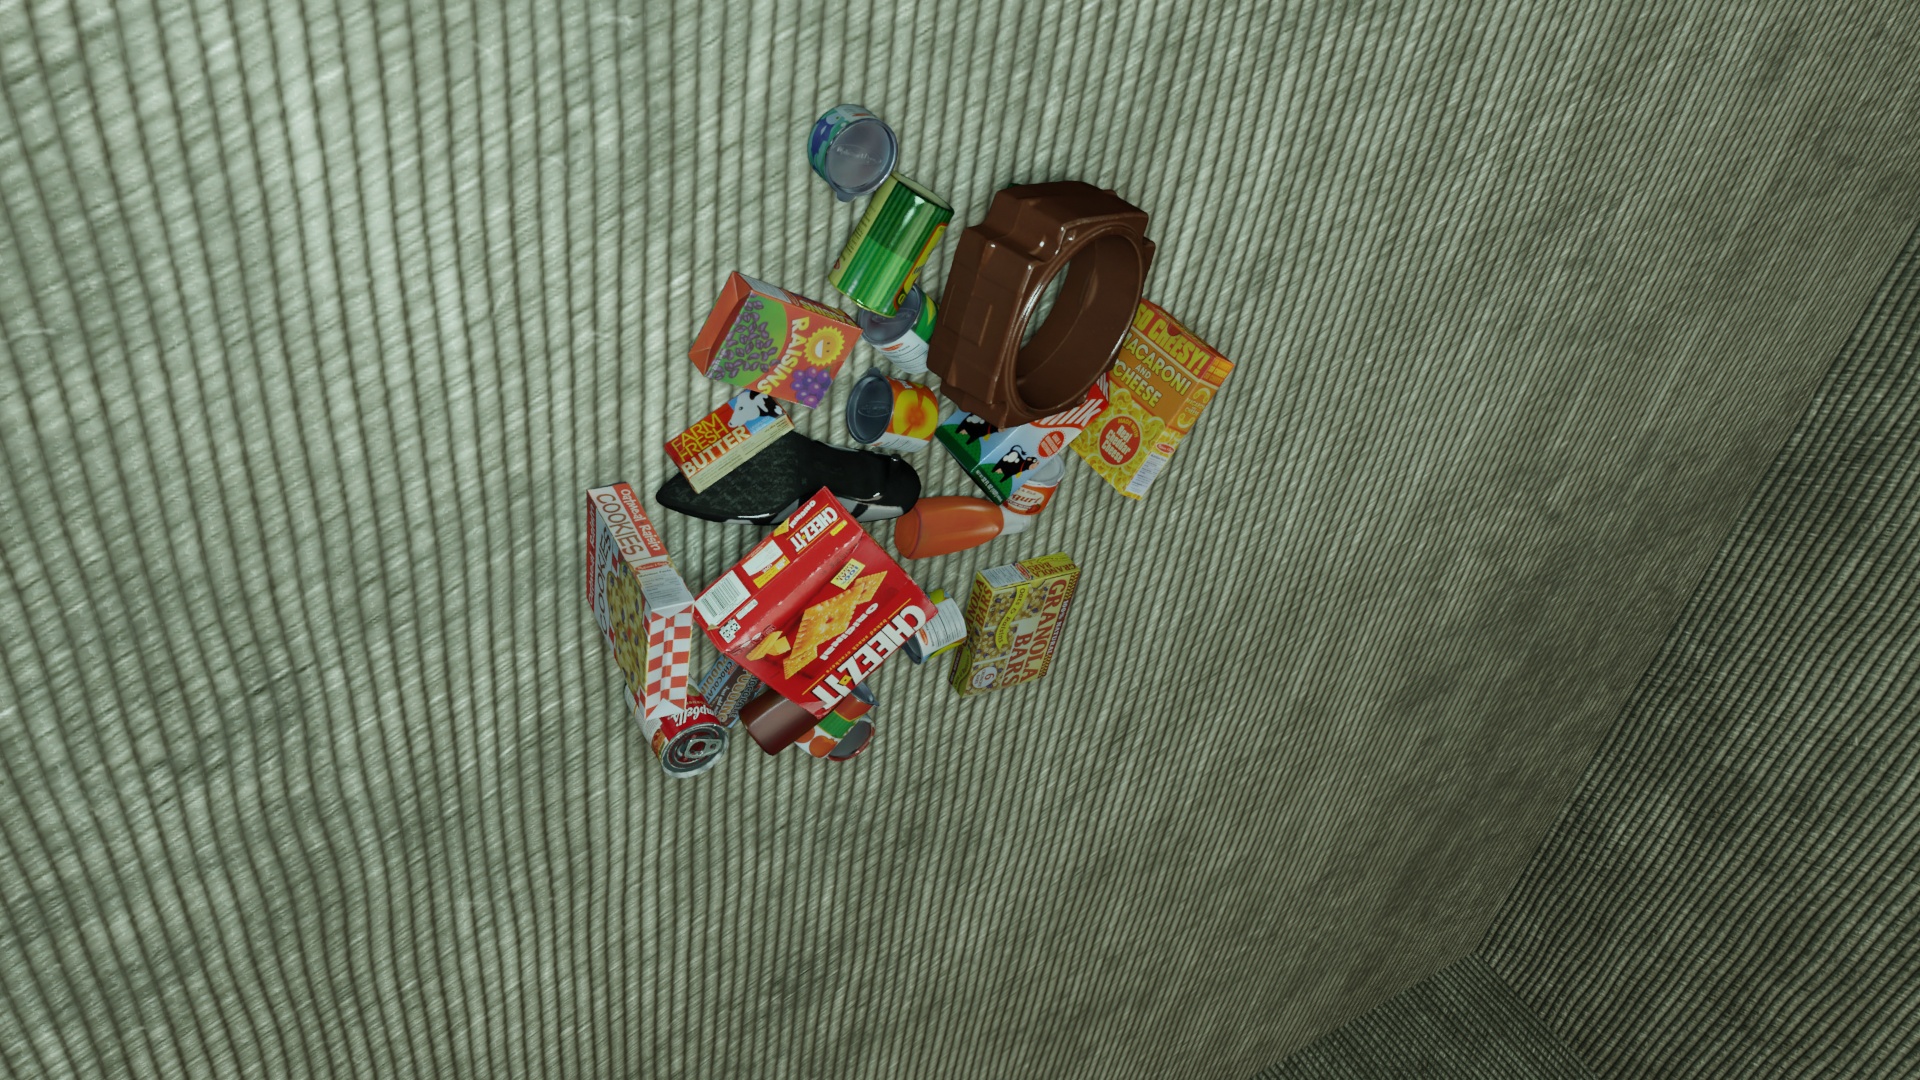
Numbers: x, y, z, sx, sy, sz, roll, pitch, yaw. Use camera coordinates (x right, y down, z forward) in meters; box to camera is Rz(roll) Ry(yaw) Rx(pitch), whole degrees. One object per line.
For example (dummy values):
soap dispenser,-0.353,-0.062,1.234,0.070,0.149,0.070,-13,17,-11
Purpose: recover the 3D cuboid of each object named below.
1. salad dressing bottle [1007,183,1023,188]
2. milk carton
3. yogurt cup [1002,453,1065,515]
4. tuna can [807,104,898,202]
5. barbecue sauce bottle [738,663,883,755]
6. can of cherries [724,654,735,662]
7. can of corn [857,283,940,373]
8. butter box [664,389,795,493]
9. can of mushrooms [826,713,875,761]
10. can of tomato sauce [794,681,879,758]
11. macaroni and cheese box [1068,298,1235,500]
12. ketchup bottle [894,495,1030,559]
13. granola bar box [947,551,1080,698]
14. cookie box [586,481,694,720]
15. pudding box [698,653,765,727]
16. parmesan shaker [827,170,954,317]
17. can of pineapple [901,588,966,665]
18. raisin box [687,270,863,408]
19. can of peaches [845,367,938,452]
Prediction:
salad dressing bottle,0.035,-0.248,1.255,0.064,0.044,0.147,-5,127,-44
milk carton,0.075,-0.133,1.370,0.190,0.074,0.072,-42,142,-1
yogurt cup,0.069,-0.063,1.439,0.072,0.072,0.053,-16,142,-29
tuna can,-0.087,-0.308,1.105,0.071,0.033,0.070,-22,137,-22
barbecue sauce bottle,-0.148,0.154,1.407,0.149,0.044,0.064,-35,135,-4
can of cherries,-0.208,0.073,1.337,0.072,0.058,0.071,-22,138,-22
can of corn,-0.046,-0.191,1.224,0.071,0.071,0.058,-47,142,6
butter box,-0.200,-0.090,1.198,0.103,0.053,0.024,-35,143,-7
can of mushrooms,-0.131,0.214,1.552,0.071,0.033,0.070,-23,137,-23
can of tomato sauce,-0.141,0.182,1.487,0.083,0.071,0.071,-47,141,8
macaroni and cheese box,0.182,-0.144,1.408,0.040,0.124,0.166,14,115,-47
ketchup bottle,0.005,-0.018,1.442,0.149,0.044,0.064,-8,131,-35
granola bar box,0.061,0.099,1.600,0.124,0.039,0.164,-11,132,-33
cookie box,-0.273,0.049,1.174,0.040,0.168,0.122,-11,132,-28
pudding box,-0.233,0.147,1.408,0.083,0.030,0.049,-51,141,12
parmesan shaker,-0.057,-0.246,1.157,0.071,0.071,0.102,13,117,-45
can of pineapple,-0.035,0.092,1.496,0.058,0.071,0.070,-25,138,-20
raisin box,-0.155,-0.168,1.174,0.123,0.040,0.086,13,116,-46
can of peaches,-0.062,-0.119,1.276,0.058,0.071,0.071,9,120,-44
